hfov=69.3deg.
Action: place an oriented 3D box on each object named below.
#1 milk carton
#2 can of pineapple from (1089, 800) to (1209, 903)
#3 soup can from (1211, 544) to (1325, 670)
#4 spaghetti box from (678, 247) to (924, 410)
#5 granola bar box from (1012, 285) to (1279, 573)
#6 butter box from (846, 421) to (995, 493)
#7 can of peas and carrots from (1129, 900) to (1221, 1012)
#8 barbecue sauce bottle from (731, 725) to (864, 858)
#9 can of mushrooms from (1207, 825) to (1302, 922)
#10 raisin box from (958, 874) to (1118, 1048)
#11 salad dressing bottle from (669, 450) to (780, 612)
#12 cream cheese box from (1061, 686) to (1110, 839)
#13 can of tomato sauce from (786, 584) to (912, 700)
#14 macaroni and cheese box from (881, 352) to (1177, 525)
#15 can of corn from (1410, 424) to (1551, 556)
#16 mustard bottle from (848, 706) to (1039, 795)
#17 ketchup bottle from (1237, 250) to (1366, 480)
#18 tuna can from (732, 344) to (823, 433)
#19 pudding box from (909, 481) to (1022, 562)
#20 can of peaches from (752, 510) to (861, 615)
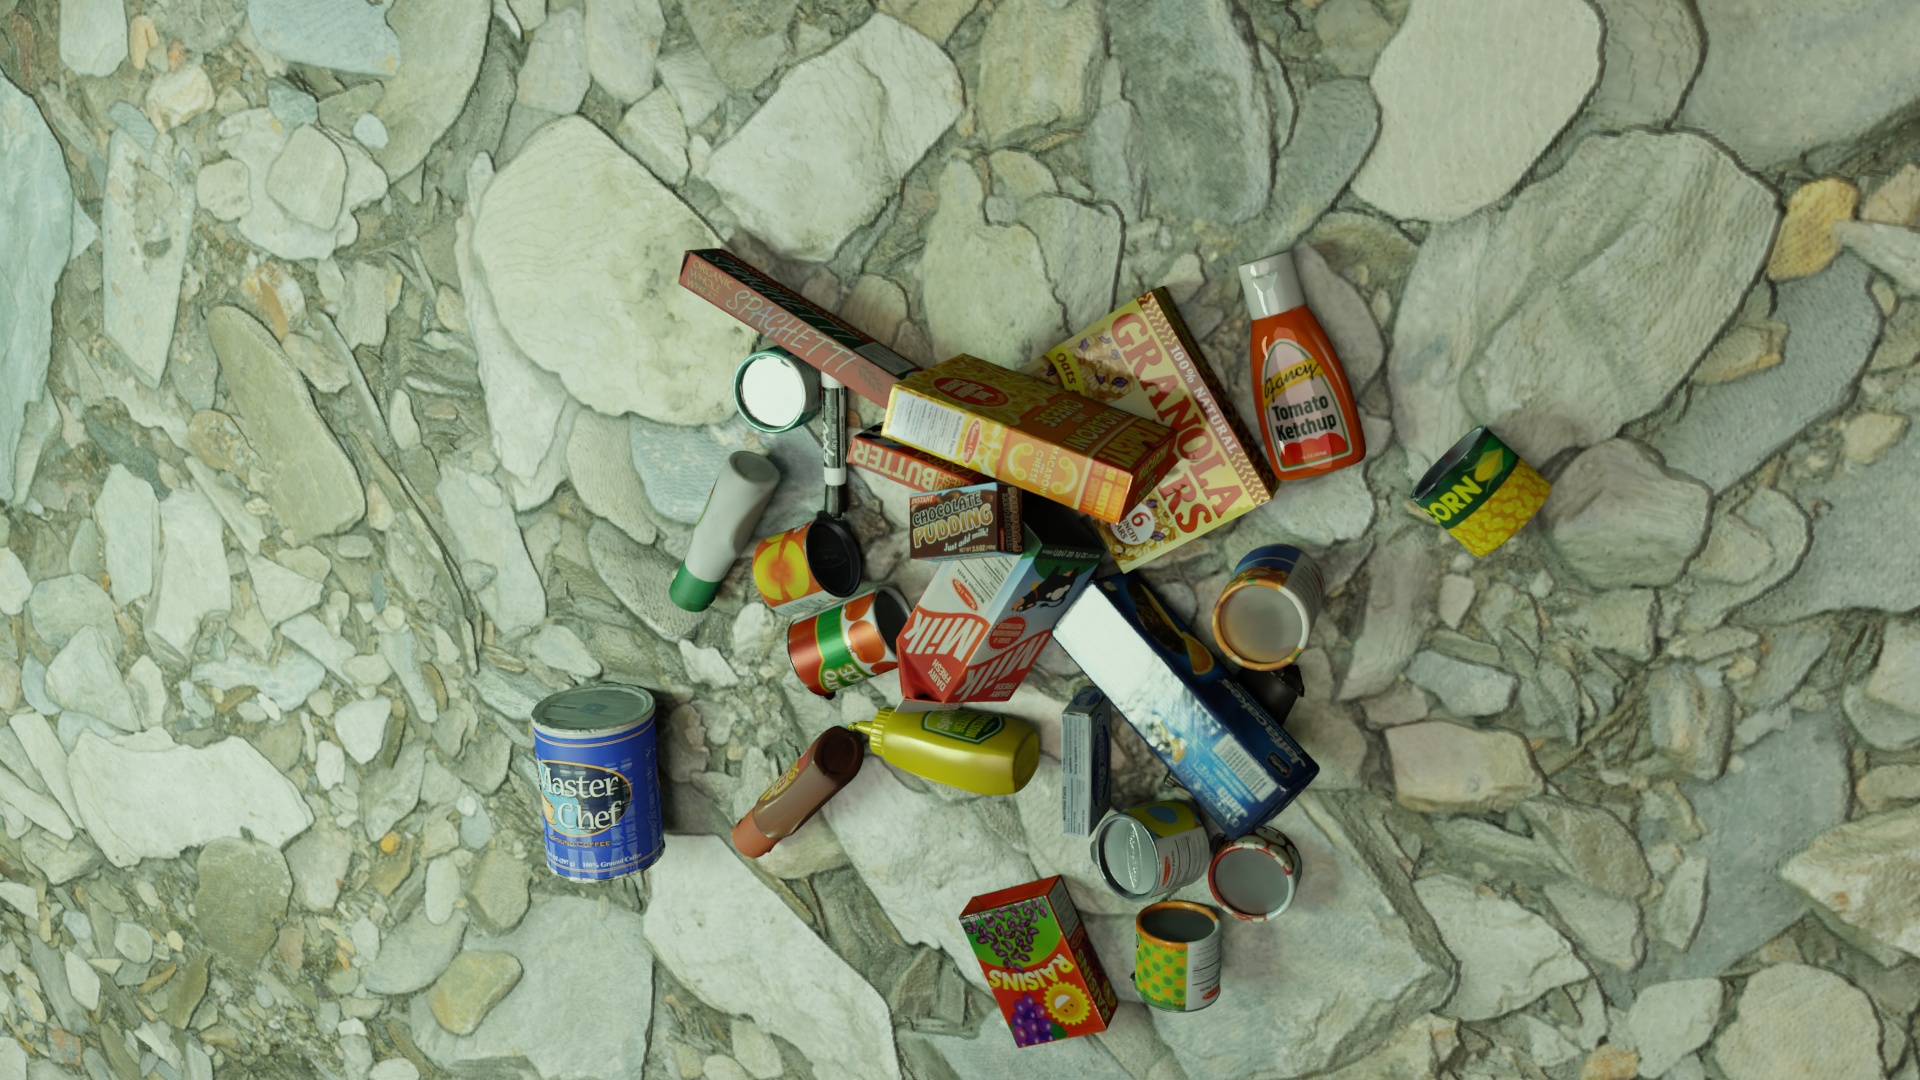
[{"bbox_3d":[0.019,0.057,1.032,0.074,0.072,0.189,50,119,36],"label":"milk carton"},{"bbox_3d":[0.143,0.232,1.043,0.071,0.058,0.071,7,99,50],"label":"can of pineapple"},{"bbox_3d":[0.211,0.046,0.961,0.071,0.084,0.071,6,108,20],"label":"soup can"},{"bbox_3d":[-0.099,-0.149,1.044,0.250,0.050,0.028,32,113,10],"label":"spaghetti box"},{"bbox_3d":[0.130,-0.077,0.982,0.124,0.039,0.165,-29,93,26],"label":"granola bar box"},{"bbox_3d":[-0.028,-0.057,1.041,0.103,0.053,0.024,22,114,14],"label":"butter box"},{"bbox_3d":[0.165,0.318,1.067,0.071,0.071,0.058,4,106,20],"label":"can of peas and carrots"},{"bbox_3d":[-0.139,0.216,1.159,0.043,0.065,0.148,42,124,-4],"label":"barbecue sauce bottle"},{"bbox_3d":[0.219,0.250,1.045,0.071,0.033,0.070,6,108,19],"label":"can of mushrooms"},{"bbox_3d":[0.063,0.343,1.128,0.086,0.040,0.123,-22,95,24],"label":"raisin box"},{"bbox_3d":[-0.193,-0.004,1.118,0.044,0.064,0.147,32,122,0],"label":"salad dressing bottle"},{"bbox_3d":[0.096,0.169,1.058,0.024,0.053,0.103,5,107,22],"label":"cream cheese box"},{"bbox_3d":[-0.084,0.080,1.094,0.083,0.071,0.071,-23,96,24],"label":"can of tomato sauce"},{"bbox_3d":[0.049,-0.072,0.924,0.166,0.124,0.040,21,114,15],"label":"macaroni and cheese box"},{"bbox_3d":[0.335,-0.030,0.899,0.058,0.071,0.071,43,115,4],"label":"can of corn"},{"bbox_3d":[-0.020,0.159,1.095,0.160,0.065,0.048,8,112,23],"label":"mustard bottle"},{"bbox_3d":[0.223,-0.118,0.932,0.064,0.044,0.148,-14,99,24],"label":"ketchup bottle"},{"bbox_3d":[-0.144,-0.117,1.080,0.071,0.033,0.071,6,107,19],"label":"tuna can"},{"bbox_3d":[0.003,-0.012,0.977,0.083,0.030,0.049,-5,81,41],"label":"pudding box"},{"bbox_3d":[-0.121,0.018,1.089,0.058,0.071,0.071,-20,97,32],"label":"can of peaches"}]
